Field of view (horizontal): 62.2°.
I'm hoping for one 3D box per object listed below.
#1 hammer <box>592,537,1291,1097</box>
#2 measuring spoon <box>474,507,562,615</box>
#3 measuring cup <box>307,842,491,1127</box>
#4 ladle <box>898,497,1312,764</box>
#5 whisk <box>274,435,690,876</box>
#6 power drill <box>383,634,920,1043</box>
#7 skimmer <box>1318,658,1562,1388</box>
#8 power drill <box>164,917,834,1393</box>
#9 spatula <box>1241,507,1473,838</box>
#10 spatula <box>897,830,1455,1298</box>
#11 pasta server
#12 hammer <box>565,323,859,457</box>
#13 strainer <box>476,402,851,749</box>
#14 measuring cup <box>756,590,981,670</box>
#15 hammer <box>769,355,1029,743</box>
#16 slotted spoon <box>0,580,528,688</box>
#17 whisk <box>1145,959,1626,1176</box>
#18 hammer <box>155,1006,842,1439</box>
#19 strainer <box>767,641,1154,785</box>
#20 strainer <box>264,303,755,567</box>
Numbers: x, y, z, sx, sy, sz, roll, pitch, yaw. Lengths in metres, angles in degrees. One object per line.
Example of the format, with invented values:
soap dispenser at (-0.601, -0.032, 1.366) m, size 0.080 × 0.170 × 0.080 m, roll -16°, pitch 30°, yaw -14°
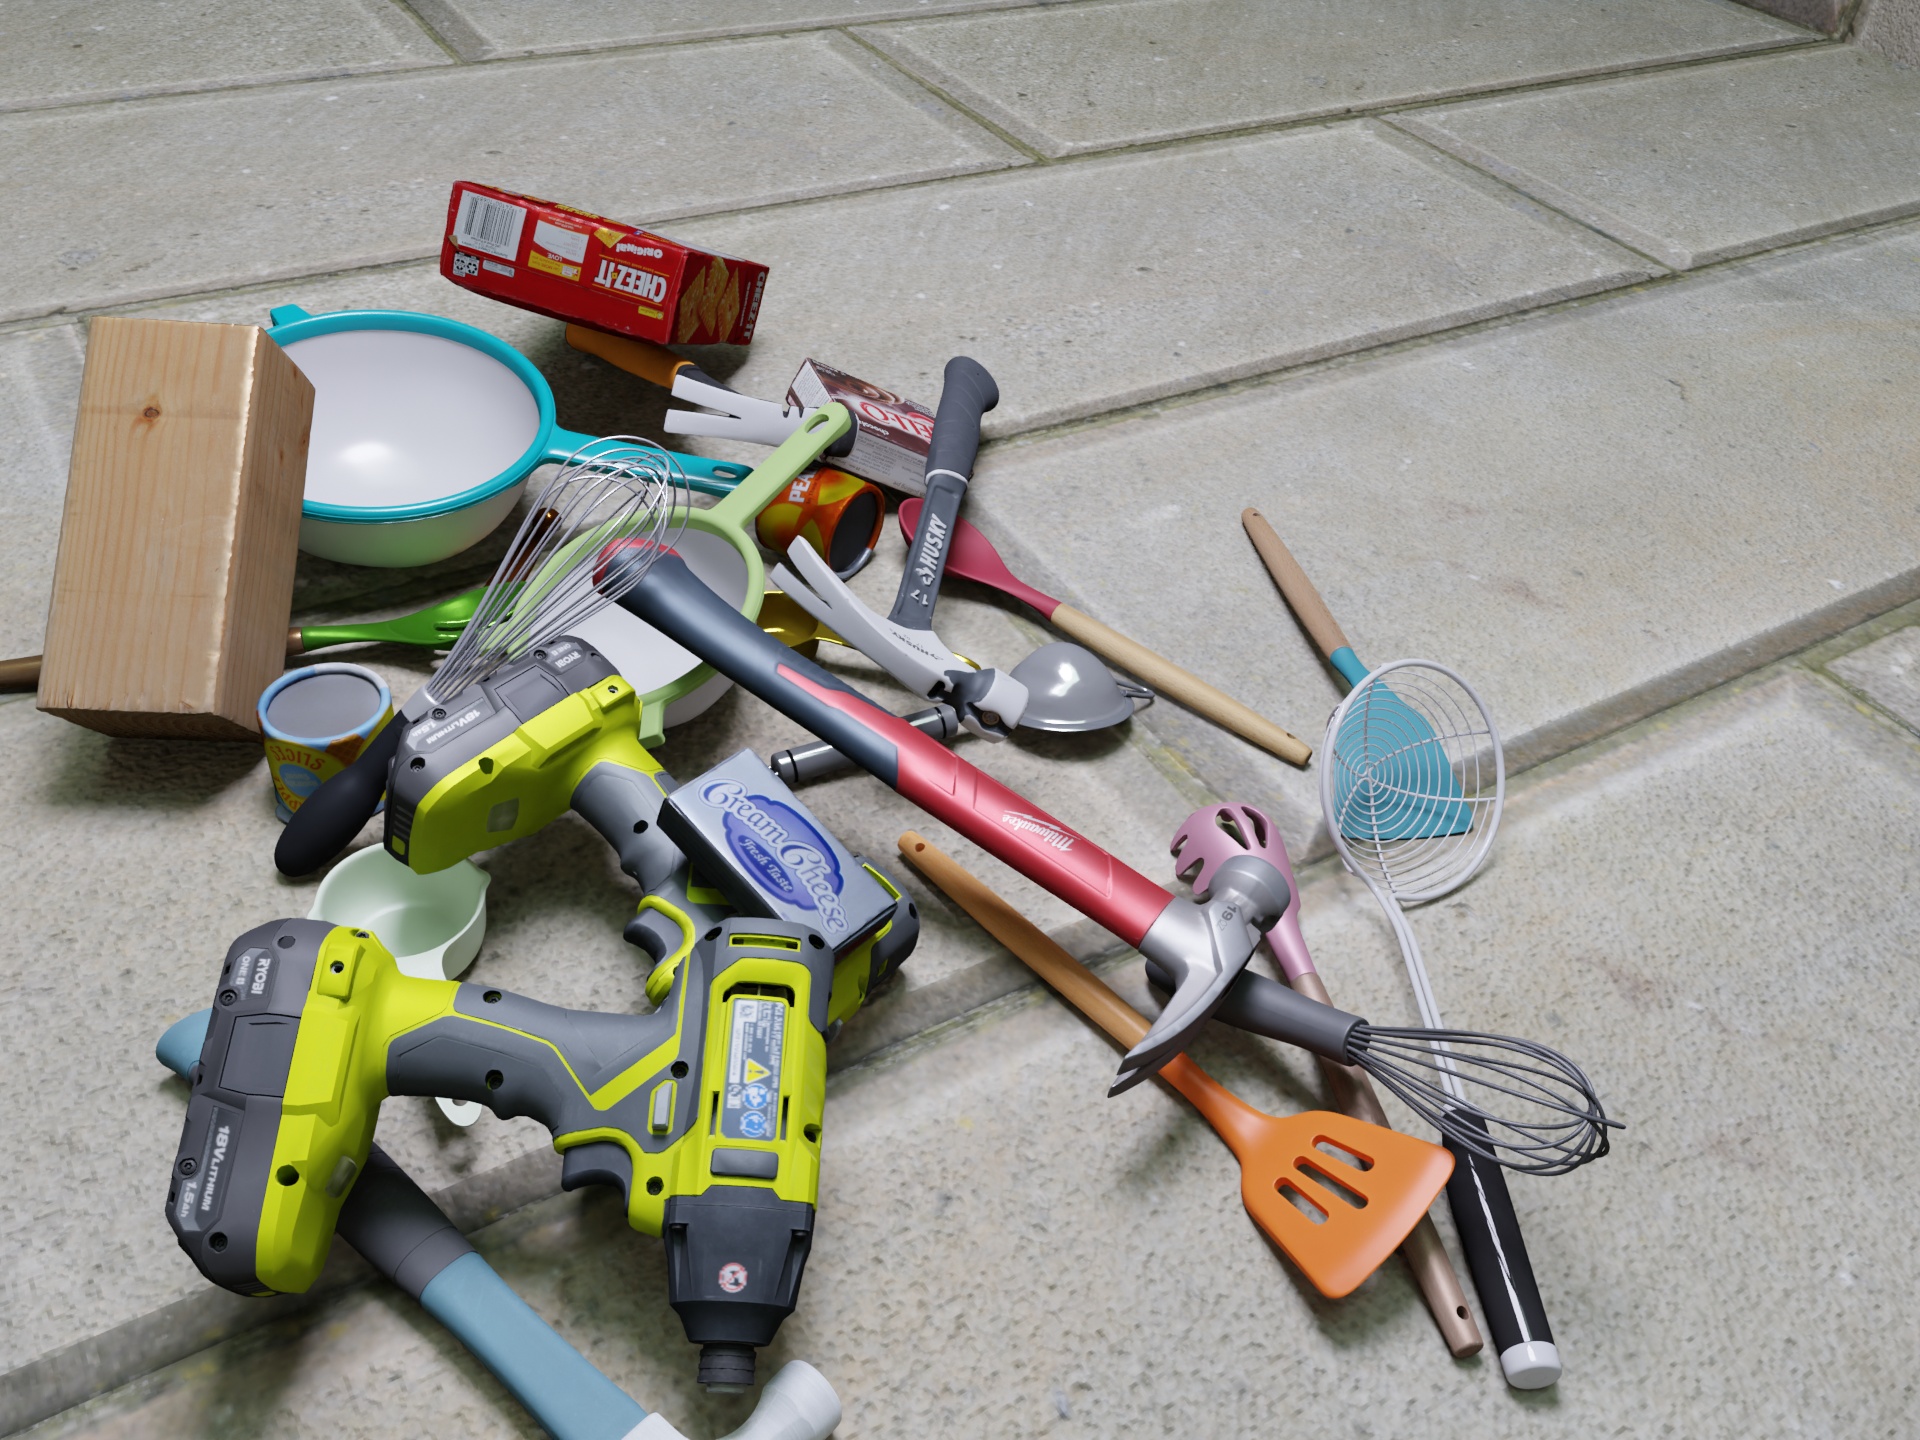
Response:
hammer at (-0.038, 0.025, 0.768) m, size 0.386 × 0.038 × 0.143 m, roll 32°, pitch 47°, yaw 17°
measuring spoon at (-0.280, -0.103, 1.007) m, size 0.021 × 0.011 × 0.117 m, roll 10°, pitch 41°, yaw 5°
measuring cup at (-0.244, 0.125, 0.726) m, size 0.083 × 0.038 × 0.168 m, roll -13°, pitch 47°, yaw -24°
ladle at (0.082, -0.056, 0.988) m, size 0.316 × 0.031 × 0.069 m, roll 33°, pitch 31°, yaw 25°
whisk at (-0.242, -0.029, 0.786) m, size 0.284 × 0.070 × 0.070 m, roll -46°, pitch 53°, yaw 2°
power drill at (-0.155, 0.082, 0.728) m, size 0.228 × 0.080 × 0.190 m, roll 41°, pitch 48°, yaw 12°
skimmer at (0.243, 0.121, 0.752) m, size 0.127 × 0.090 × 0.364 m, roll 28°, pitch 36°, yaw -24°
power drill at (-0.164, 0.157, 0.600) m, size 0.223 × 0.080 × 0.171 m, roll 5°, pitch 64°, yaw -6°
spatula at (0.227, -0.045, 1.000) m, size 0.082 × 0.044 × 0.318 m, roll -3°, pitch 36°, yaw -9°
spatula at (0.077, 0.139, 0.747) m, size 0.081 × 0.041 × 0.323 m, roll -42°, pitch 55°, yaw -16°
pasta server at (0.172, 0.151, 0.759) m, size 0.060 × 0.040 × 0.317 m, roll -5°, pitch 45°, yaw -13°
hammer at (-0.205, -0.240, 1.091) m, size 0.127 × 0.034 × 0.337 m, roll 3°, pitch 19°, yaw -36°
strainer at (-0.143, -0.082, 0.923) m, size 0.152 × 0.069 × 0.256 m, roll 26°, pitch 63°, yaw 31°
measuring cup at (-0.065, -0.039, 0.950) m, size 0.156 × 0.029 × 0.062 m, roll 14°, pitch 41°, yaw 5°
hammer at (-0.016, -0.140, 0.986) m, size 0.149 × 0.036 × 0.409 m, roll 32°, pitch 31°, yaw -14°
slotted spoon at (-0.402, -0.043, 0.910) m, size 0.313 × 0.031 × 0.070 m, roll -8°, pitch 26°, yaw -13°
whisk at (0.177, 0.142, 0.708) m, size 0.055 × 0.055 × 0.239 m, roll -30°, pitch 30°, yaw -35°
hammer at (-0.210, 0.212, 0.630) m, size 0.331 × 0.033 × 0.128 m, roll 31°, pitch 45°, yaw 27°
strainer at (-0.001, -0.003, 0.907) m, size 0.258 × 0.050 × 0.087 m, roll -16°, pitch 29°, yaw -20°
strainer at (-0.300, -0.151, 1.006) m, size 0.340 × 0.095 × 0.211 m, roll 10°, pitch 45°, yaw -5°
